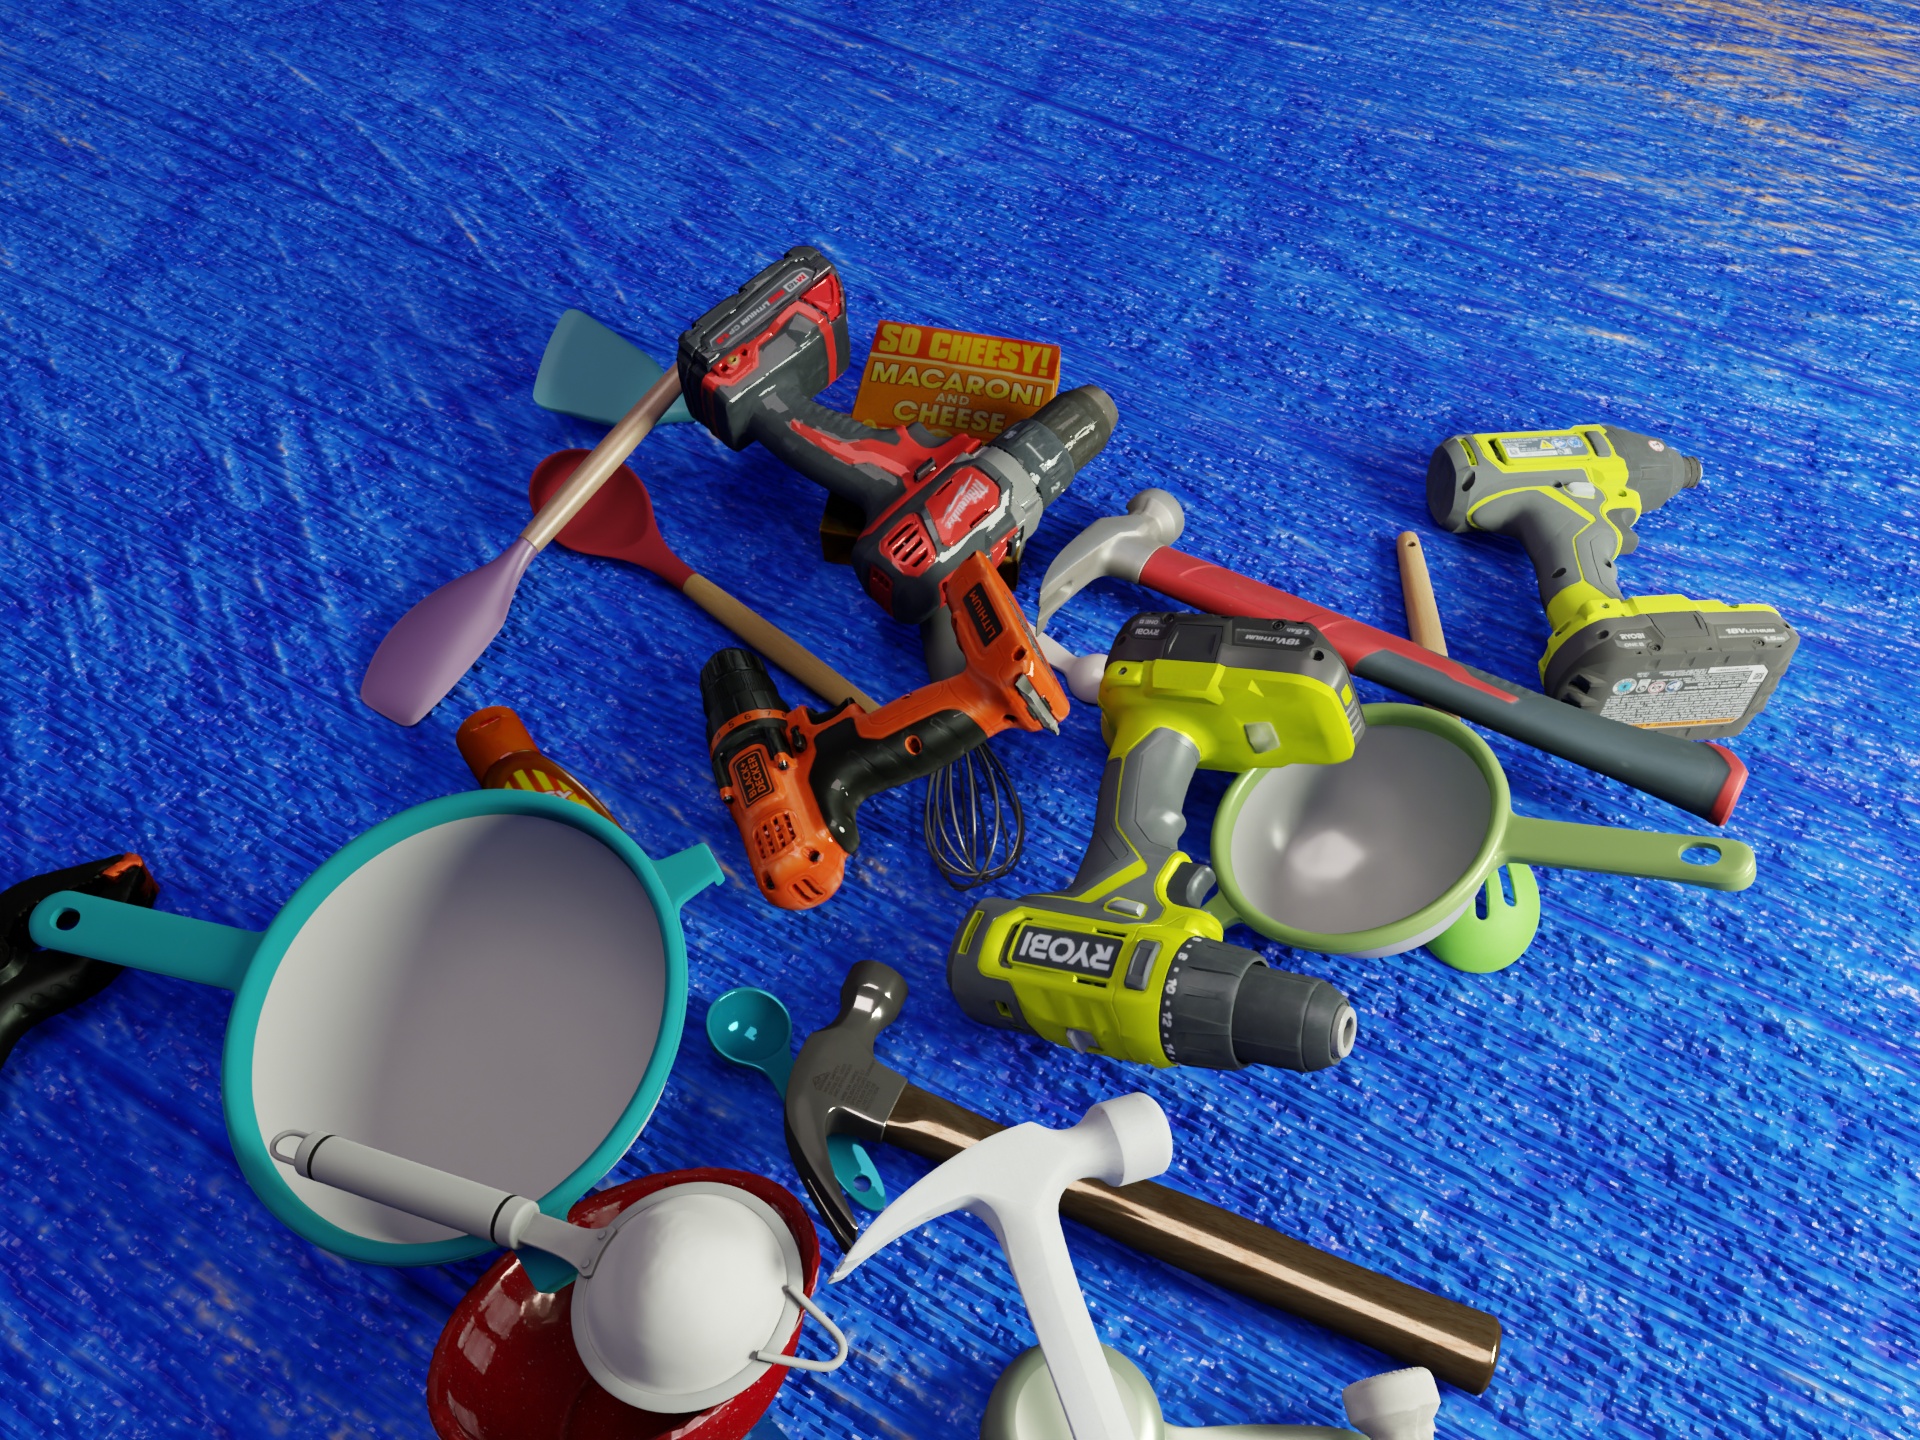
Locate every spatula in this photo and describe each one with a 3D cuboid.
[{"bbox_3d":[-0.117,-0.205,1.050,0.317,0.044,0.082,10,63,4],"label":"spatula"},{"bbox_3d":[-0.247,-0.125,0.962,0.060,0.018,0.316,28,67,19],"label":"spatula"}]

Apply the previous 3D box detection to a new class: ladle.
[{"bbox_3d":[-0.142,-0.070,0.950,0.316,0.031,0.069,36,66,22],"label":"ladle"}]

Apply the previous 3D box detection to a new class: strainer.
[{"bbox_3d":[0.252,0.071,0.783,0.256,0.069,0.151,4,54,35],"label":"strainer"},{"bbox_3d":[-0.164,0.194,0.607,0.258,0.050,0.087,10,49,20],"label":"strainer"},{"bbox_3d":[-0.272,0.135,0.739,0.340,0.095,0.211,9,64,18],"label":"strainer"}]

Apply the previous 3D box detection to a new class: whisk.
[{"bbox_3d":[-0.002,-0.004,0.890,0.055,0.055,0.239,-4,47,-6],"label":"whisk"}]

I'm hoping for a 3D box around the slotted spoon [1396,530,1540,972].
[{"bbox_3d":[0.275,0.002,0.909,0.070,0.031,0.314,1,49,3],"label":"slotted spoon"}]

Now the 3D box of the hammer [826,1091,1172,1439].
[{"bbox_3d":[0.076,0.335,0.539,0.144,0.035,0.406,-11,63,-22],"label":"hammer"}]

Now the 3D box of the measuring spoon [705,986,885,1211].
[{"bbox_3d":[-0.078,0.183,0.756,0.042,0.021,0.129,-25,64,-36],"label":"measuring spoon"}]

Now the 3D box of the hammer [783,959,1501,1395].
[{"bbox_3d":[0.074,0.220,0.711,0.331,0.031,0.130,20,49,11],"label":"hammer"}]

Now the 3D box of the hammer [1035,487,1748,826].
[{"bbox_3d":[0.230,-0.027,0.885,0.386,0.038,0.143,25,44,24],"label":"hammer"}]

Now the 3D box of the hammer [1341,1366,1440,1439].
[{"bbox_3d":[0.012,0.341,0.560,0.410,0.038,0.146,-3,59,-18],"label":"hammer"}]

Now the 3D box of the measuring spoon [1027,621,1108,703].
[{"bbox_3d":[0.045,-0.050,0.946,0.124,0.018,0.034,33,57,23],"label":"measuring spoon"}]

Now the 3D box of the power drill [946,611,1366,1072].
[{"bbox_3d":[0.117,0.061,0.773,0.191,0.080,0.229,6,57,32],"label":"power drill"}]

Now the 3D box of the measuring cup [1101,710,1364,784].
[{"bbox_3d":[0.154,0.016,0.892,0.156,0.029,0.062,17,52,8],"label":"measuring cup"}]

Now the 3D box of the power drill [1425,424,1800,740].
[{"bbox_3d":[0.399,-0.095,0.962,0.171,0.080,0.223,-3,48,-5],"label":"power drill"}]

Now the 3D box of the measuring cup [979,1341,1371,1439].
[{"bbox_3d":[0.092,0.294,0.653,0.167,0.038,0.083,1,51,1],"label":"measuring cup"}]

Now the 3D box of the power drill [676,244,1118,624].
[{"bbox_3d":[-0.037,-0.183,0.950,0.227,0.080,0.188,42,72,17],"label":"power drill"}]
